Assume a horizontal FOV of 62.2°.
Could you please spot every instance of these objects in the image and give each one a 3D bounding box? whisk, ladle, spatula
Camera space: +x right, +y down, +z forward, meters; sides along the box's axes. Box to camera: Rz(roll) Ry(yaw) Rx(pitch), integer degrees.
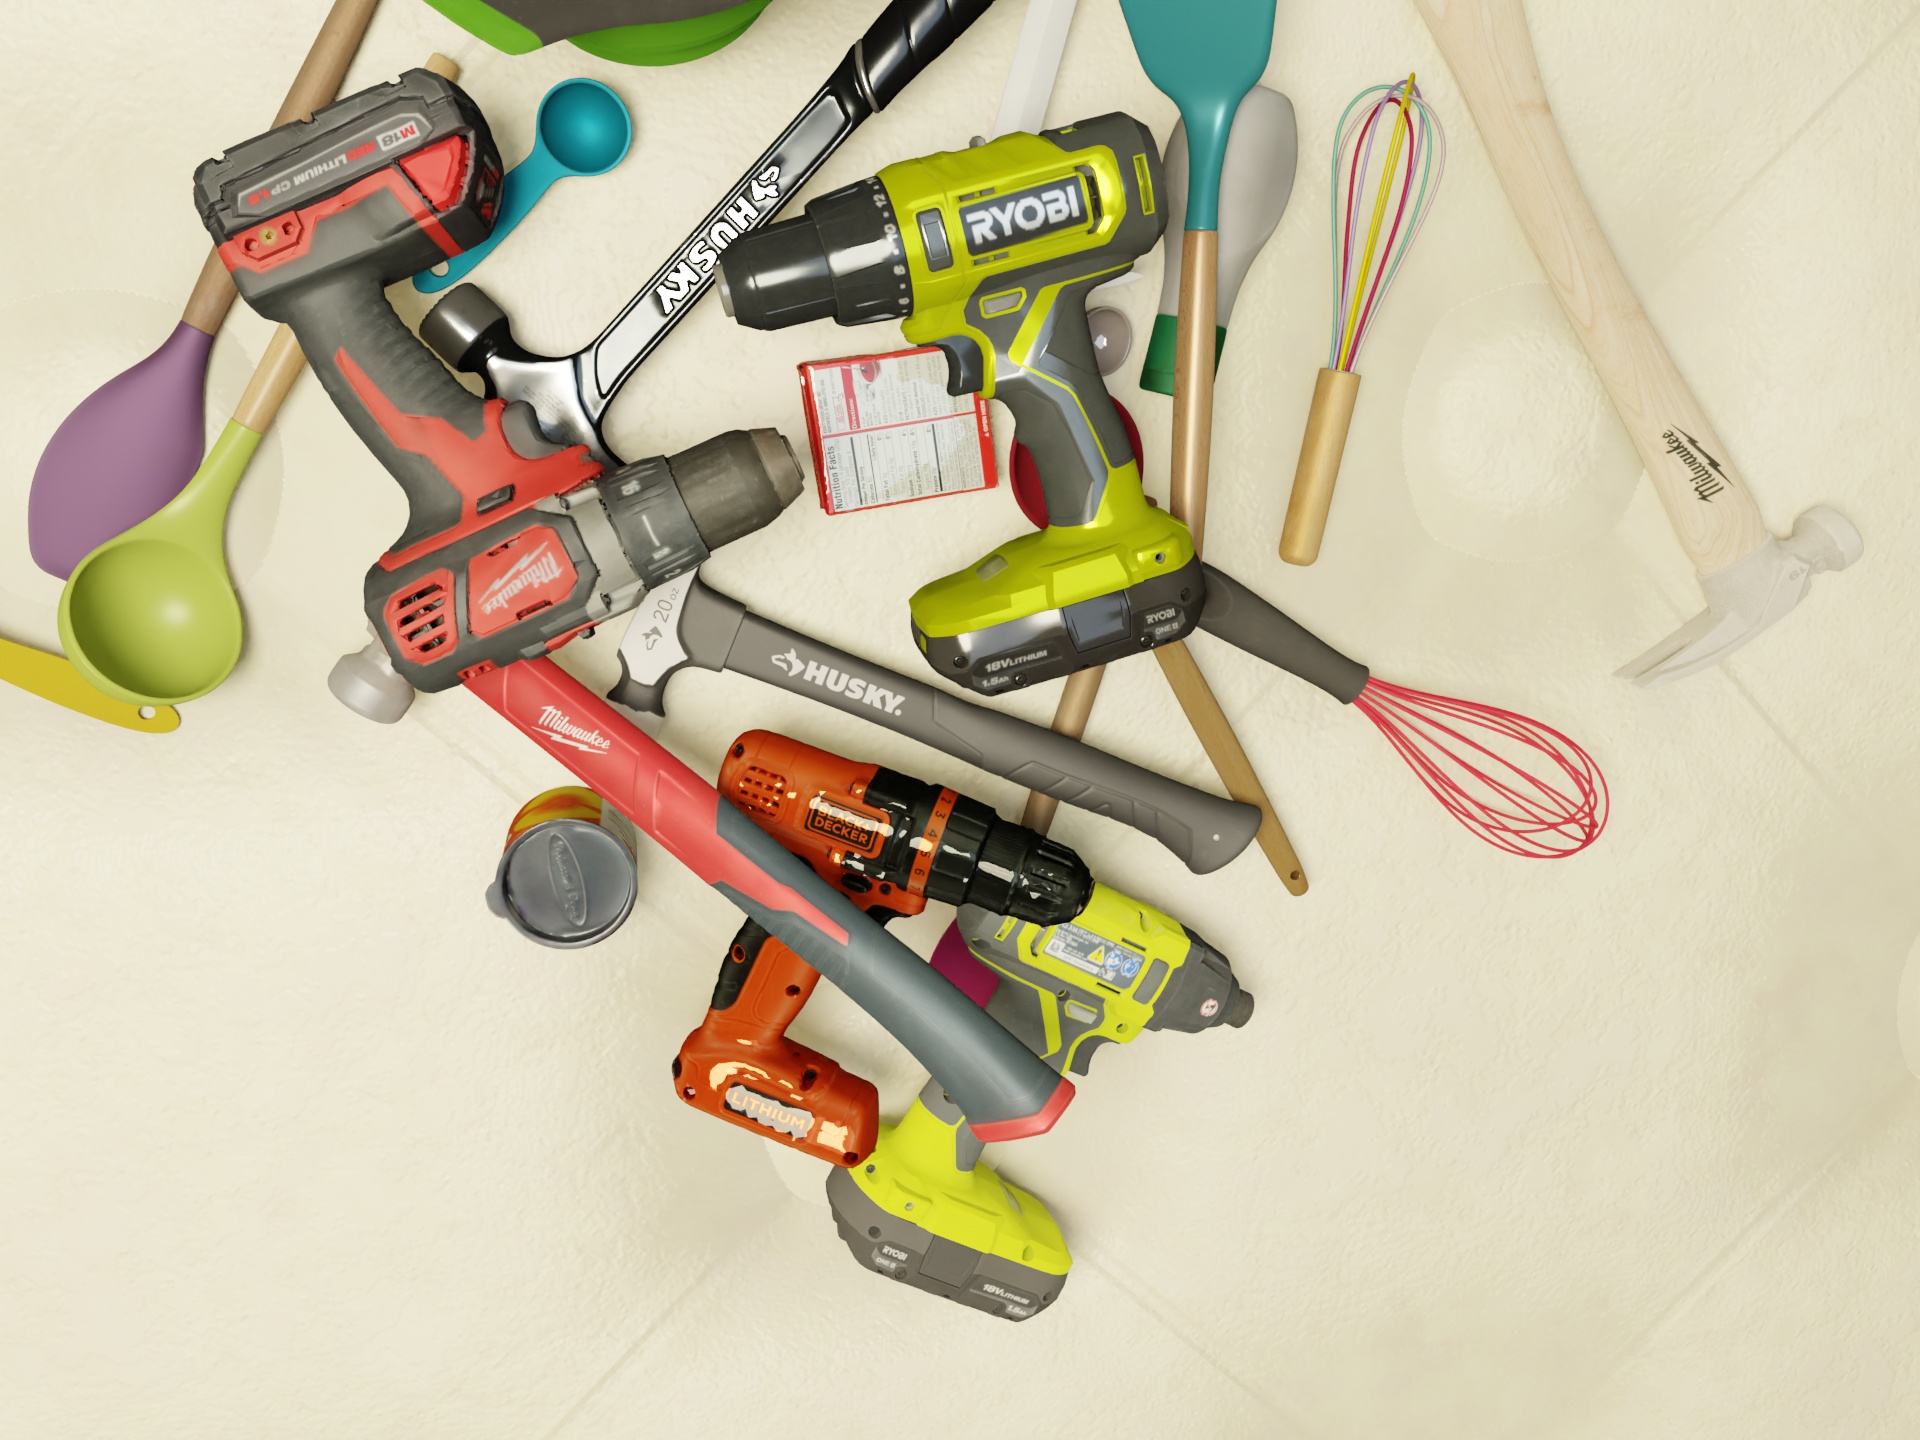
[{"bbox_3d":[0.195,-0.198,0.801,0.051,0.047,0.245,7,105,-14],"label":"whisk"},{"bbox_3d":[-0.301,-0.151,0.708,0.078,0.062,0.320,27,94,-43],"label":"ladle"},{"bbox_3d":[0.106,-0.201,0.739,0.082,0.044,0.317,6,105,22],"label":"spatula"},{"bbox_3d":[-0.331,-0.199,0.708,0.059,0.018,0.316,27,98,-26],"label":"spatula"},{"bbox_3d":[0.112,-0.031,0.816,0.069,0.031,0.315,-32,112,-2],"label":"ladle"},{"bbox_3d":[0.226,-0.008,0.848,0.295,0.073,0.073,29,96,-10],"label":"whisk"}]

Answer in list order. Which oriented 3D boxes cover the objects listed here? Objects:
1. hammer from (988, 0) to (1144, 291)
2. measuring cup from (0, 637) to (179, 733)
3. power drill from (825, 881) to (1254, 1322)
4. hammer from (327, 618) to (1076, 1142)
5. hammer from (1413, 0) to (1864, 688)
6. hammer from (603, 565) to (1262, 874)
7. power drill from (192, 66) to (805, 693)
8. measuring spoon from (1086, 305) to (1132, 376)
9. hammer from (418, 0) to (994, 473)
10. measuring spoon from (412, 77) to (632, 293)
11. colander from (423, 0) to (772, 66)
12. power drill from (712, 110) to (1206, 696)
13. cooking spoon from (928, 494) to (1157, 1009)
[{"bbox_3d":[0.067,-0.395,0.731,0.144,0.035,0.405,14,100,-14],"label":"hammer"},{"bbox_3d":[-0.437,-0.032,0.730,0.156,0.029,0.062,27,97,-28],"label":"measuring cup"},{"bbox_3d":[0.042,0.193,0.839,0.171,0.080,0.223,27,97,-19],"label":"power drill"},{"bbox_3d":[-0.100,0.042,0.711,0.386,0.038,0.143,38,97,7],"label":"hammer"},{"bbox_3d":[0.327,-0.210,0.828,0.146,0.038,0.410,-35,107,0],"label":"hammer"},{"bbox_3d":[-0.001,-0.003,0.799,0.334,0.035,0.146,21,99,-10],"label":"hammer"},{"bbox_3d":[-0.188,-0.144,0.662,0.188,0.080,0.226,-25,95,-3],"label":"power drill"},{"bbox_3d":[0.029,-0.190,0.766,0.124,0.018,0.034,2,109,-31],"label":"measuring spoon"},{"bbox_3d":[-0.051,-0.266,0.704,0.409,0.036,0.149,-44,100,9],"label":"hammer"},{"bbox_3d":[-0.203,-0.242,0.727,0.128,0.021,0.042,-40,120,9],"label":"measuring spoon"},{"bbox_3d":[-0.080,-0.402,0.676,0.204,0.094,0.397,39,74,8],"label":"colander"},{"bbox_3d":[0.009,-0.134,0.702,0.190,0.080,0.228,-17,110,-6],"label":"power drill"},{"bbox_3d":[0.047,0.034,0.840,0.068,0.017,0.319,15,101,-17],"label":"cooking spoon"}]
